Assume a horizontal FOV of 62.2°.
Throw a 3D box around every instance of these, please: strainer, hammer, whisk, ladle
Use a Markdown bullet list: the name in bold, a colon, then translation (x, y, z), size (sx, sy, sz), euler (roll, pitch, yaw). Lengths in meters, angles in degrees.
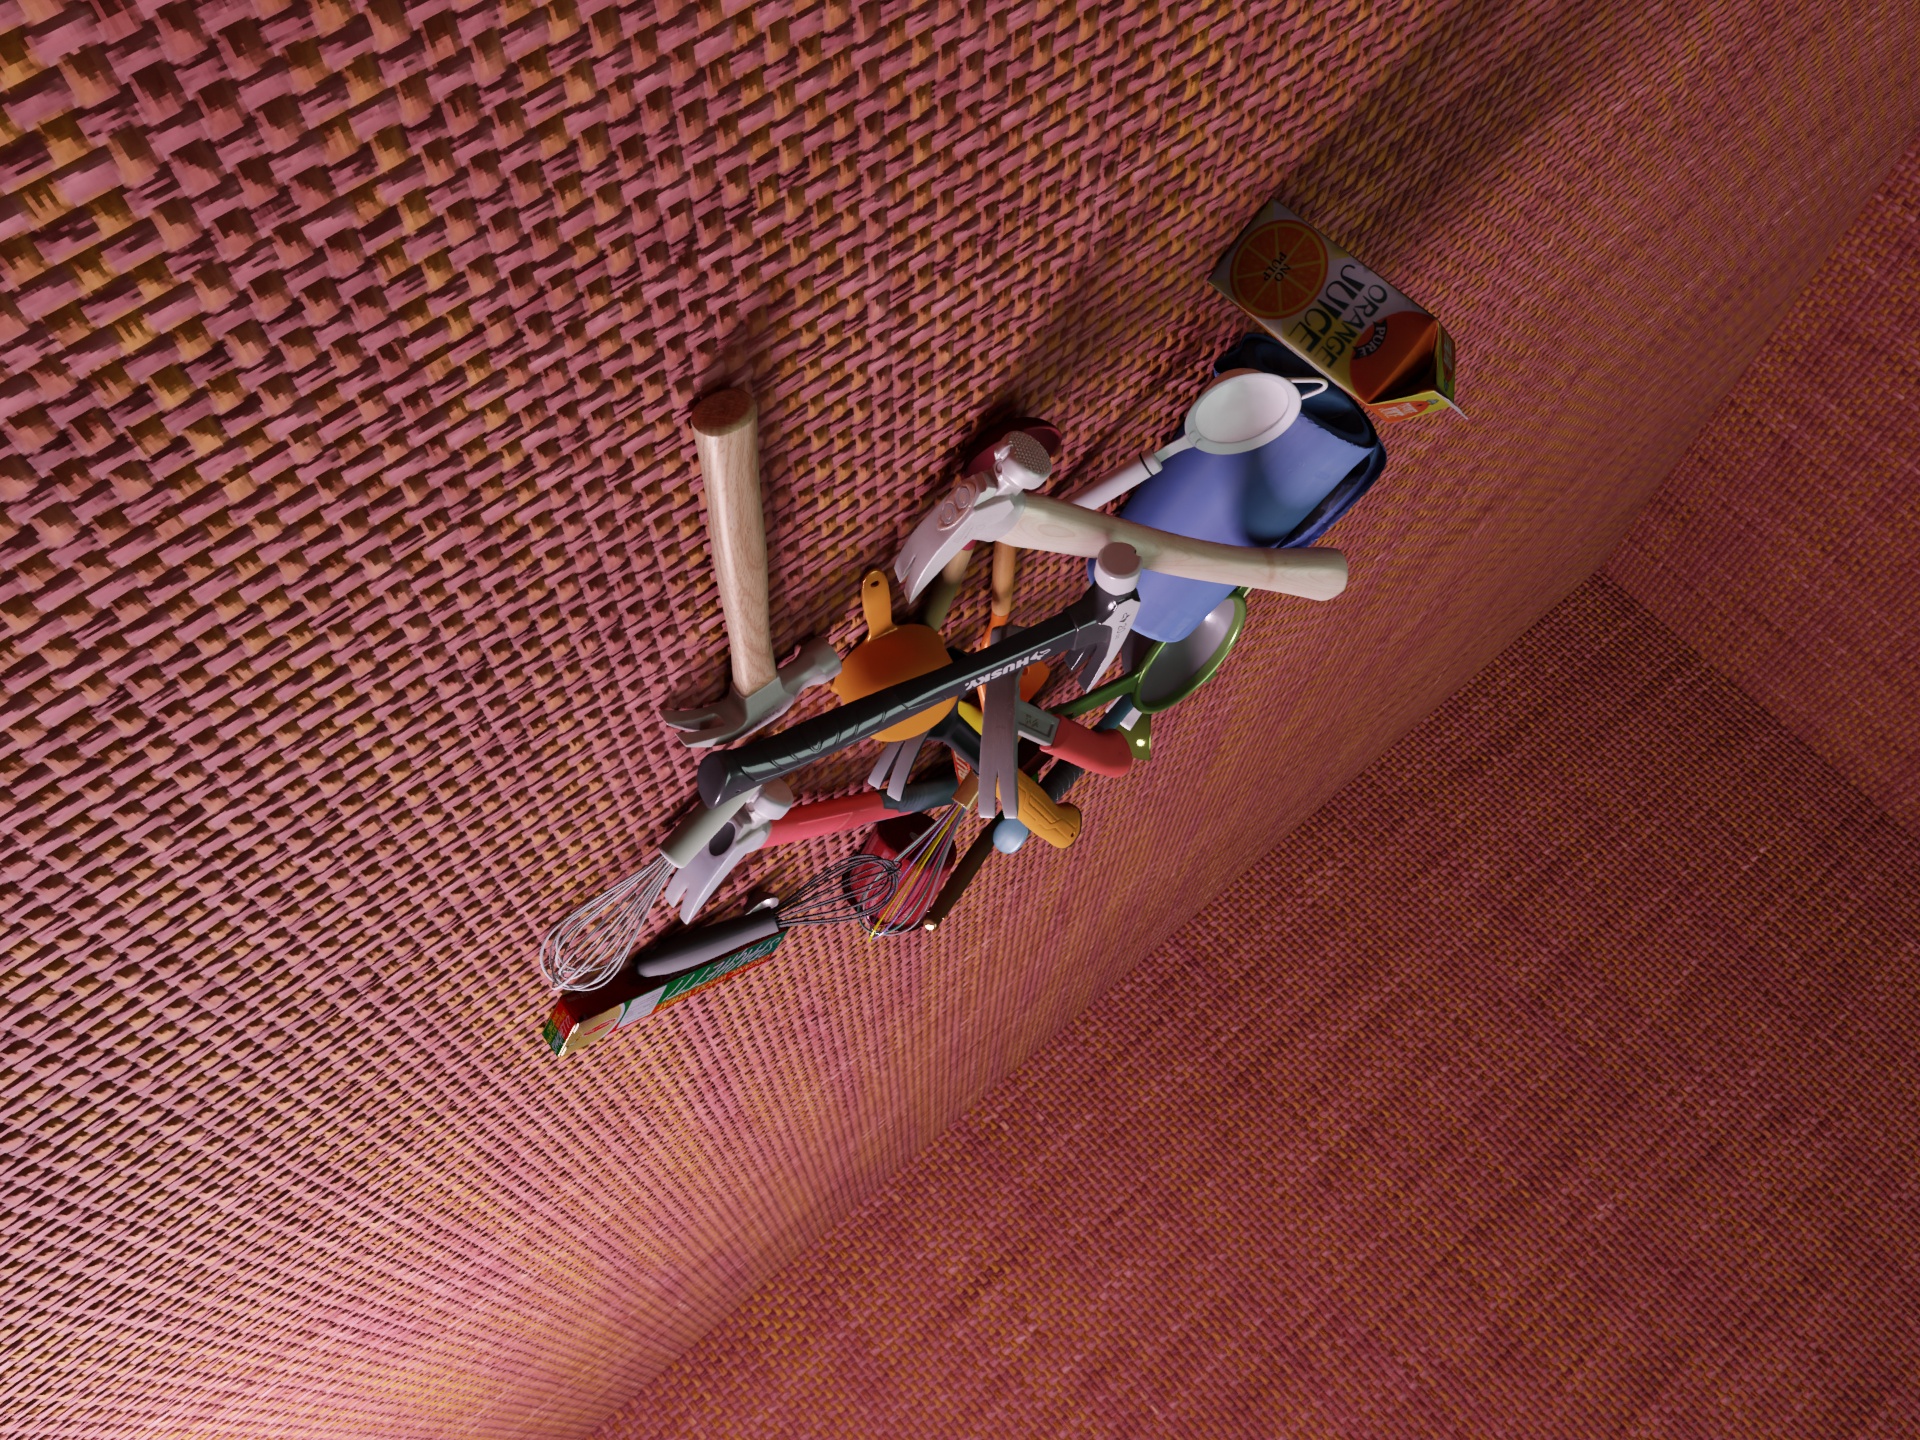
- **strainer**: translation (0.147, -0.198, 1.180), size (0.258, 0.050, 0.086), euler (-29, 145, 17)
- **hammer**: translation (-0.027, -0.017, 1.111), size (0.335, 0.035, 0.146), euler (-24, 155, -16)
- **hammer**: translation (0.032, 0.055, 1.367), size (0.127, 0.034, 0.336), euler (-59, 149, -7)
- **hammer**: translation (0.142, -0.120, 1.175), size (0.410, 0.038, 0.146), euler (5, 144, -41)
- **whisk**: translation (-0.013, 0.092, 1.404), size (0.245, 0.051, 0.047), euler (-55, 143, -5)
- **hammer**: translation (-0.095, 0.088, 1.379), size (0.143, 0.038, 0.386), euler (-50, 160, 23)
- **strainer**: translation (0.164, -0.063, 1.534), size (0.256, 0.069, 0.151), euler (-26, 148, -30)
- **ladle**: translation (0.278, -0.089, 1.730), size (0.320, 0.062, 0.078), euler (-51, -178, 13)
- **hammer**: translation (-0.132, -0.080, 0.951), size (0.130, 0.031, 0.331), euler (-37, 160, -20)
- **ladle**: translation (-0.003, -0.111, 1.152), size (0.069, 0.031, 0.315), euler (-10, 149, -27)
- **hammer**: translation (0.132, 0.022, 1.599), size (0.331, 0.033, 0.128), euler (-45, 170, -40)
- **whisk**: translation (-0.159, 0.166, 1.339), size (0.239, 0.055, 0.055), euler (-20, 156, -11)
- **hammer**: translation (0.089, 0.025, 1.373), size (0.359, 0.037, 0.149), euler (23, 69, -69)
- **whisk**: translation (-0.218, 0.106, 1.168), size (0.246, 0.057, 0.059), euler (-47, -164, 1)

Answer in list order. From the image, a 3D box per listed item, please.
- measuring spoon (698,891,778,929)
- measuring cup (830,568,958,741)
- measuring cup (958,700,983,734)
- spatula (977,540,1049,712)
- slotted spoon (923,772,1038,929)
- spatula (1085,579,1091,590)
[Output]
- **measuring spoon**: translation (-0.212, 0.174, 1.372), size (0.124, 0.018, 0.034), euler (-20, 149, -36)
- **measuring cup**: translation (-0.046, -0.044, 1.148), size (0.095, 0.052, 0.173), euler (-25, 153, -10)
- **measuring cup**: translation (-0.002, -0.004, 1.337), size (0.062, 0.029, 0.156), euler (-51, 149, 7)
- **spatula**: translation (0.040, -0.095, 1.251), size (0.081, 0.041, 0.322), euler (-44, 162, -20)
- **slotted spoon**: translation (0.024, 0.118, 1.530), size (0.314, 0.031, 0.070), euler (-51, 161, -59)
- **spatula**: translation (0.223, -0.183, 1.468), size (0.316, 0.018, 0.059), euler (-31, 155, -35)
